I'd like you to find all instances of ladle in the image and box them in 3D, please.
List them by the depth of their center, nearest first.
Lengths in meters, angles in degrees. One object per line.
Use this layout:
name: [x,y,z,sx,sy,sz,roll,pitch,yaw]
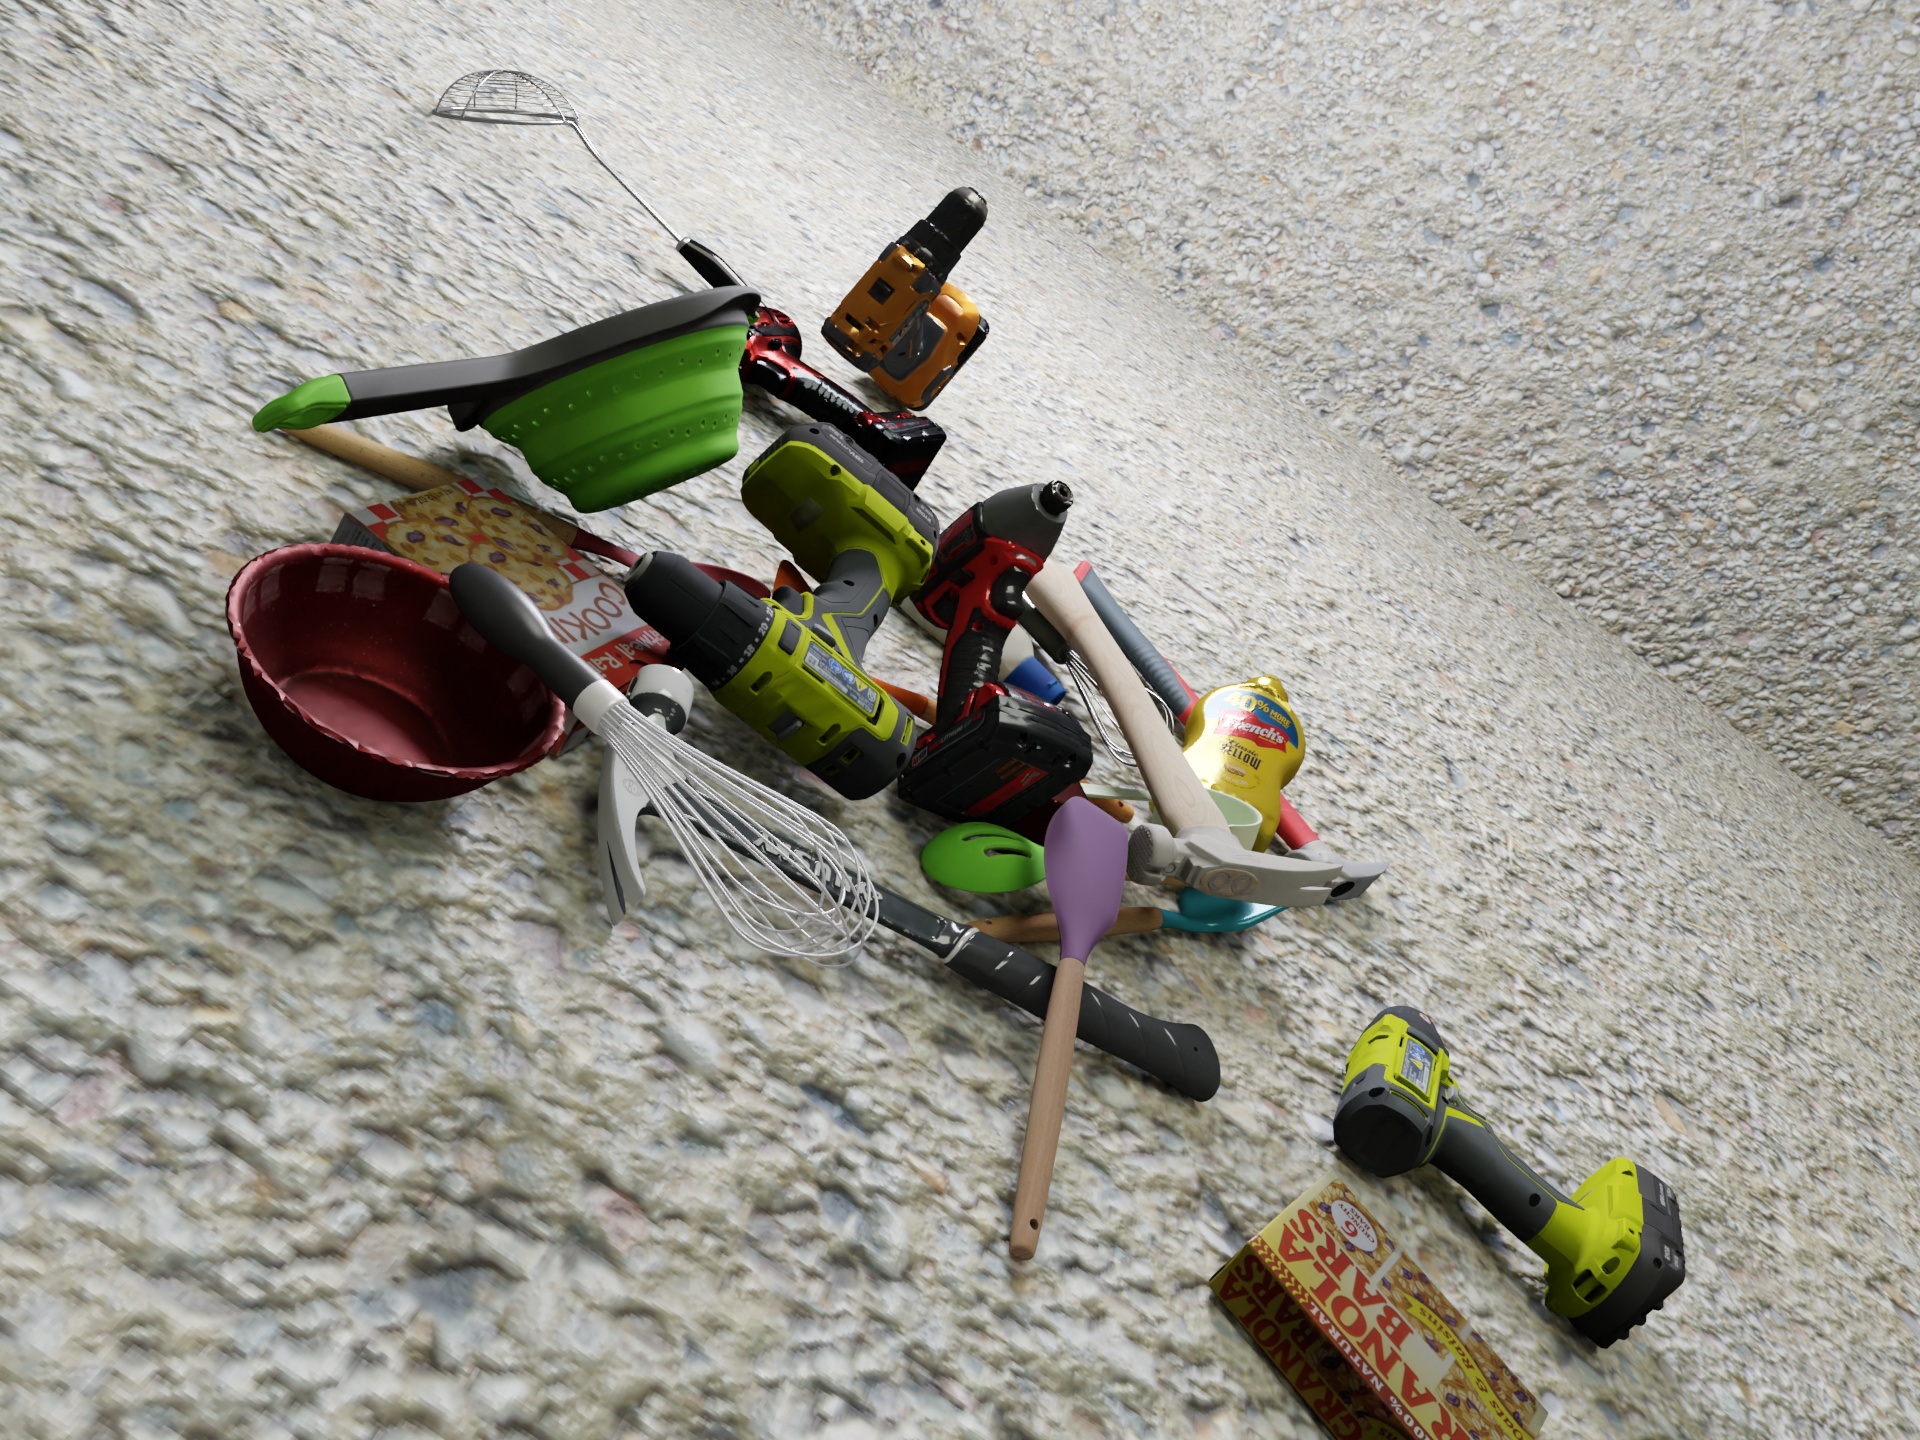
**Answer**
ladle: [-0.264,-0.124,0.983,0.315,0.031,0.069,21,18,-27]

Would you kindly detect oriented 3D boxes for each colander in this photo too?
colander: [-0.235,-0.166,0.918,0.397,0.204,0.094,-37,107,-62]

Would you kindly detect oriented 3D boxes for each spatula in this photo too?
spatula: [0.056,0.152,0.870,0.059,0.018,0.316,33,38,-15]
spatula: [0.113,0.120,1.042,0.082,0.044,0.317,29,17,40]
spatula: [-0.002,-0.004,1.102,0.322,0.041,0.081,28,40,-23]

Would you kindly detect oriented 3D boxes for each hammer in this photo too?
hammer: [-0.016,0.119,0.872,0.408,0.036,0.149,30,40,-21]
hammer: [0.134,-0.006,1.159,0.146,0.038,0.411,10,29,-21]
hammer: [0.215,0.001,1.376,0.143,0.038,0.387,6,40,-50]

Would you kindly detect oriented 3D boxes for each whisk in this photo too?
whisk: [-0.147,0.015,0.745,0.285,0.070,0.070,40,25,18]
whisk: [0.092,-0.051,1.296,0.057,0.059,0.247,22,23,-52]

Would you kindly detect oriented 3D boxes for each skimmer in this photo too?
skimmer: [-0.320,-0.466,1.476,0.363,0.090,0.127,43,21,-12]

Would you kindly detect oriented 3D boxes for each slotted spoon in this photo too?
slotted spoon: [0.116,0.095,1.038,0.313,0.031,0.070,7,25,-32]

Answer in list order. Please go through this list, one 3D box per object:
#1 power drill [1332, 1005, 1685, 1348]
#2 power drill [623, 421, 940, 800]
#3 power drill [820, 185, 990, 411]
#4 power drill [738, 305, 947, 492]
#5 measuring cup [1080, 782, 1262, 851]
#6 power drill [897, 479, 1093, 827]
power drill: [0.354,0.284,1.044,0.223,0.080,0.171,38,25,7]
power drill: [-0.100,-0.082,0.974,0.190,0.080,0.229,39,36,-22]
power drill: [-0.033,-0.390,1.483,0.084,0.185,0.226,42,5,8]
power drill: [-0.142,-0.269,1.328,0.227,0.080,0.188,40,25,12]
measuring cup: [0.130,0.070,1.128,0.167,0.038,0.083,8,17,-10]
power drill: [0.024,-0.051,1.034,0.078,0.143,0.220,23,50,-31]
